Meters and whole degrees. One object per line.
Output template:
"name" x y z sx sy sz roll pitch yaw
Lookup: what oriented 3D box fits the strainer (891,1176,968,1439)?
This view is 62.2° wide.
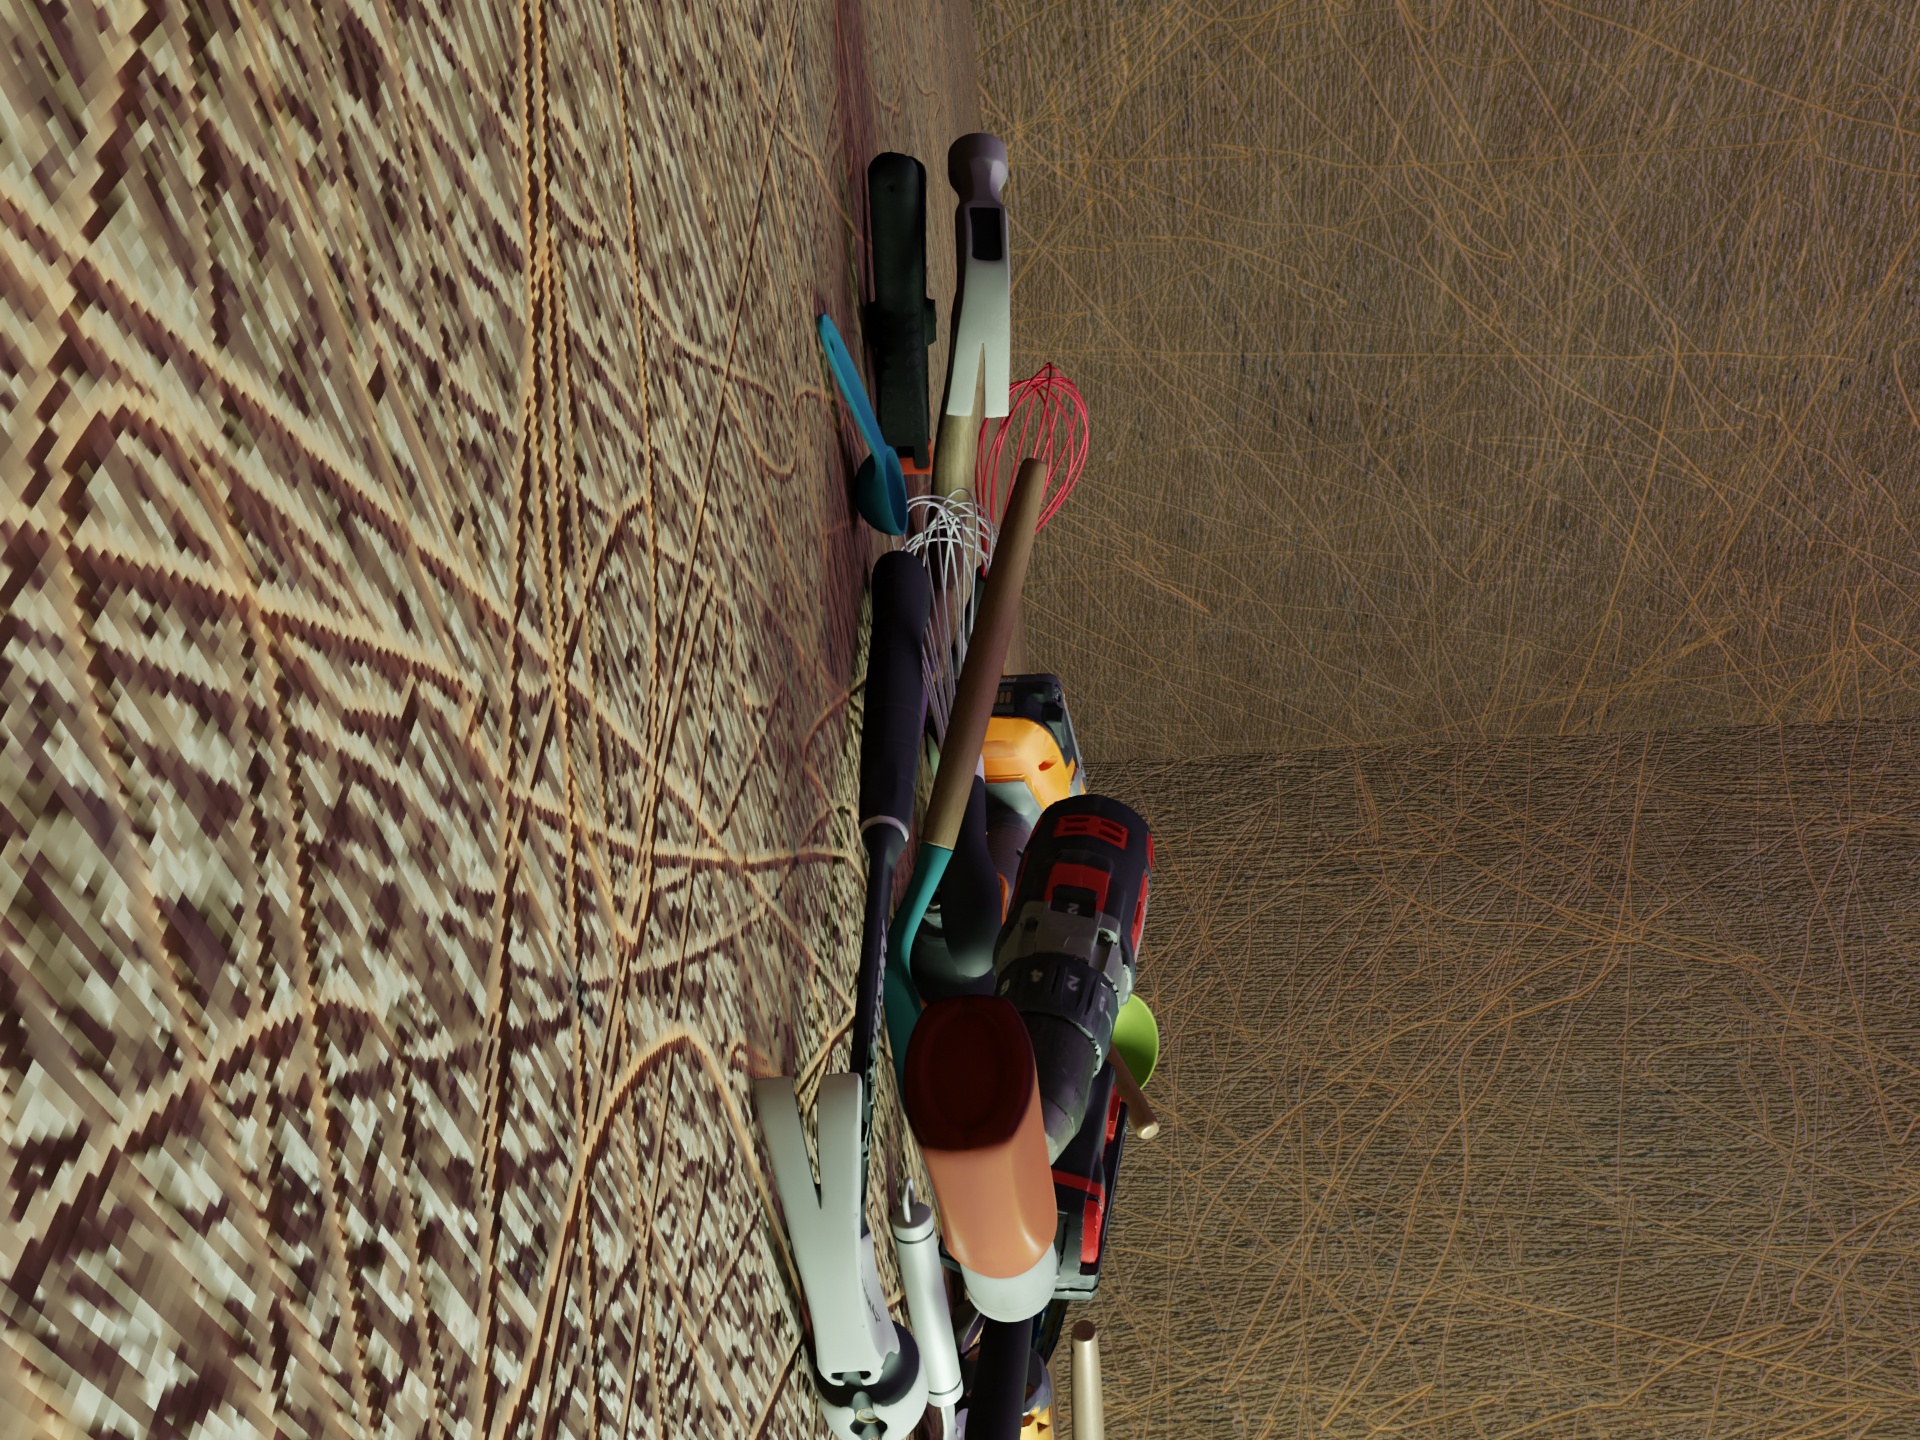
"strainer" -0.006 0.327 0.764 0.087 0.050 0.258 -53 139 -61

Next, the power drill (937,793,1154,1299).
"power drill" 0.039 0.169 0.722 0.188 0.080 0.226 -70 167 -51

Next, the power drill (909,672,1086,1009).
"power drill" 0.017 0.080 0.898 0.164 0.084 0.227 71 21 -46

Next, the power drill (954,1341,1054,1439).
"power drill" 0.033 0.499 0.899 0.226 0.084 0.185 -96 -179 -67

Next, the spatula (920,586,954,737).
"spatula" -0.021 -0.039 0.977 0.316 0.018 0.059 -81 173 -67

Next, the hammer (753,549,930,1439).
"hammer" -0.034 0.053 0.630 0.409 0.036 0.149 -89 173 -52

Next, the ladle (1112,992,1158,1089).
"ladle" 0.068 0.238 0.974 0.320 0.062 0.078 -25 104 -73

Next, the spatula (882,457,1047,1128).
"spatula" 0.005 0.035 0.725 0.082 0.044 0.317 172 -67 -74

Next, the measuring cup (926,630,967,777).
"measuring cup" -0.007 -0.012 1.013 0.167 0.038 0.083 76 12 -63

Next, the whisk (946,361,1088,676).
"whisk" 0.026 -0.113 1.073 0.073 0.073 0.295 -89 -168 -45

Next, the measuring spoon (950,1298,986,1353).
"measuring spoon" 0.017 0.319 0.944 0.034 0.018 0.124 -13 124 -65

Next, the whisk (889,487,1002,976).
"whisk" -0.002 -0.003 0.819 0.070 0.070 0.285 80 6 -59

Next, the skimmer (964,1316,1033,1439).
"skimmer" 0.027 0.343 0.619 0.127 0.090 0.363 47 23 -14

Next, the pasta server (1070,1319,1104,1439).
"pasta server" 0.081 0.436 0.915 0.060 0.040 0.316 -122 -159 -49

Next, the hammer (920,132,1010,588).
"hammer" -0.001 -0.167 0.914 0.331 0.031 0.130 100 -10 -65

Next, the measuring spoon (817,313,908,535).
"measuring spoon" -0.050 -0.131 0.713 0.128 0.021 0.042 66 20 -52

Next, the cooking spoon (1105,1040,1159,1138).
"cooking spoon" 0.048 0.140 1.014 0.319 0.017 0.068 57 -7 47

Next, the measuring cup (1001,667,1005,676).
"measuring cup" 0.018 0.044 1.222 0.095 0.052 0.173 -33 117 -85
